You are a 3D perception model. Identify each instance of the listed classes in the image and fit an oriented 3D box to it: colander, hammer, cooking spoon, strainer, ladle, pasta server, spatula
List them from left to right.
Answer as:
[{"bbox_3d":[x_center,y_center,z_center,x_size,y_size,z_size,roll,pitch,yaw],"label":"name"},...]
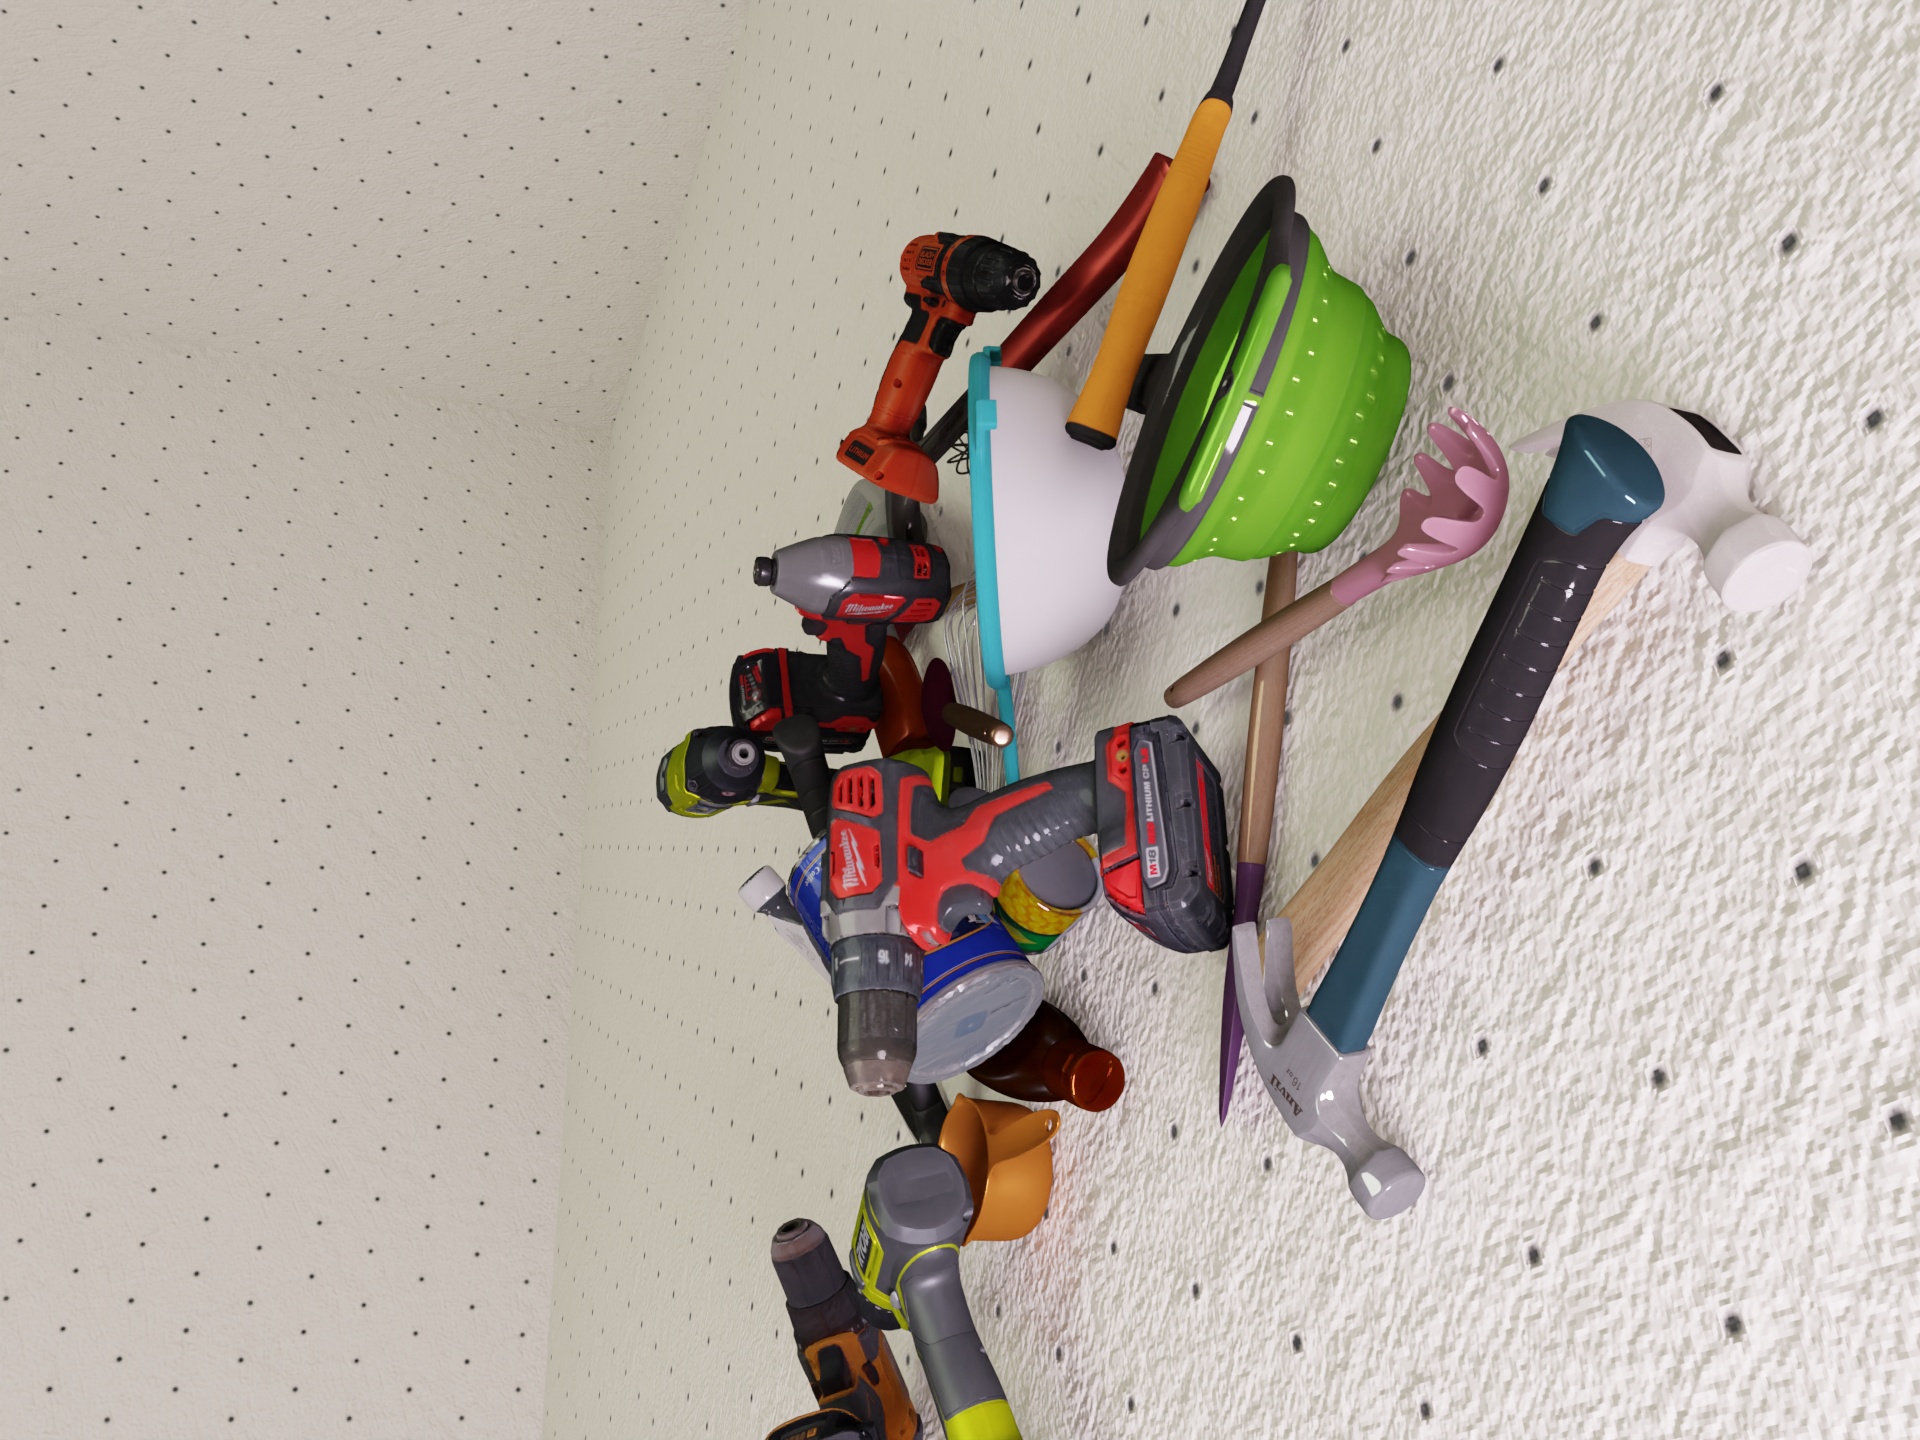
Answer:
[{"bbox_3d":[-0.062,0.155,1.098,0.146,0.035,0.334,-157,48,-76],"label":"hammer"},{"bbox_3d":[-0.055,0.127,1.170,0.036,0.149,0.409,-43,1,-30],"label":"hammer"},{"bbox_3d":[-0.012,-0.096,1.304,0.315,0.031,0.069,170,108,-66],"label":"ladle"},{"bbox_3d":[-0.002,-0.003,1.047,0.319,0.017,0.069,-156,63,-80],"label":"cooking spoon"},{"bbox_3d":[0.047,-0.255,1.112,0.359,0.036,0.149,-39,46,47],"label":"hammer"},{"bbox_3d":[0.063,-0.068,1.025,0.211,0.095,0.340,-85,-10,-67],"label":"strainer"},{"bbox_3d":[0.133,-0.314,0.891,0.127,0.034,0.337,-123,54,-83],"label":"hammer"},{"bbox_3d":[0.150,-0.164,0.844,0.397,0.094,0.204,-92,23,-77],"label":"colander"},{"bbox_3d":[0.151,0.048,0.813,0.059,0.018,0.316,45,-128,-75],"label":"spatula"},{"bbox_3d":[0.160,-0.056,0.747,0.316,0.040,0.060,139,151,-67],"label":"pasta server"},{"bbox_3d":[0.189,0.040,0.629,0.128,0.033,0.330,52,137,45],"label":"hammer"},{"bbox_3d":[0.209,0.008,0.672,0.130,0.031,0.331,-102,29,-43],"label":"hammer"}]

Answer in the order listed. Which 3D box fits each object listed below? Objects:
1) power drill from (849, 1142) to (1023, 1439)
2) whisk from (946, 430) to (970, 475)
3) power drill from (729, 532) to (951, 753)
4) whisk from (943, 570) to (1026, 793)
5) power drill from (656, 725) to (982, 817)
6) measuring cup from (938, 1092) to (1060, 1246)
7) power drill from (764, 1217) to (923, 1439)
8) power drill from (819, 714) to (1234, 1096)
[{"bbox_3d":[-0.009,0.388,0.936,0.190,0.080,0.229,102,151,-49],"label":"power drill"},{"bbox_3d":[0.047,-0.207,1.169,0.239,0.055,0.055,14,95,65],"label":"whisk"},{"bbox_3d":[-0.105,-0.062,1.213,0.219,0.143,0.079,122,144,-52],"label":"power drill"},{"bbox_3d":[0.020,0.029,1.127,0.070,0.070,0.285,152,121,-65],"label":"whisk"},{"bbox_3d":[-0.104,0.049,1.200,0.171,0.223,0.080,157,119,-66],"label":"power drill"},{"bbox_3d":[0.040,0.267,0.977,0.173,0.052,0.095,133,141,-53],"label":"measuring cup"},{"bbox_3d":[-0.082,0.441,1.022,0.226,0.084,0.185,-92,-19,-83],"label":"power drill"},{"bbox_3d":[0.027,0.098,0.855,0.227,0.080,0.188,-12,62,21],"label":"power drill"}]
